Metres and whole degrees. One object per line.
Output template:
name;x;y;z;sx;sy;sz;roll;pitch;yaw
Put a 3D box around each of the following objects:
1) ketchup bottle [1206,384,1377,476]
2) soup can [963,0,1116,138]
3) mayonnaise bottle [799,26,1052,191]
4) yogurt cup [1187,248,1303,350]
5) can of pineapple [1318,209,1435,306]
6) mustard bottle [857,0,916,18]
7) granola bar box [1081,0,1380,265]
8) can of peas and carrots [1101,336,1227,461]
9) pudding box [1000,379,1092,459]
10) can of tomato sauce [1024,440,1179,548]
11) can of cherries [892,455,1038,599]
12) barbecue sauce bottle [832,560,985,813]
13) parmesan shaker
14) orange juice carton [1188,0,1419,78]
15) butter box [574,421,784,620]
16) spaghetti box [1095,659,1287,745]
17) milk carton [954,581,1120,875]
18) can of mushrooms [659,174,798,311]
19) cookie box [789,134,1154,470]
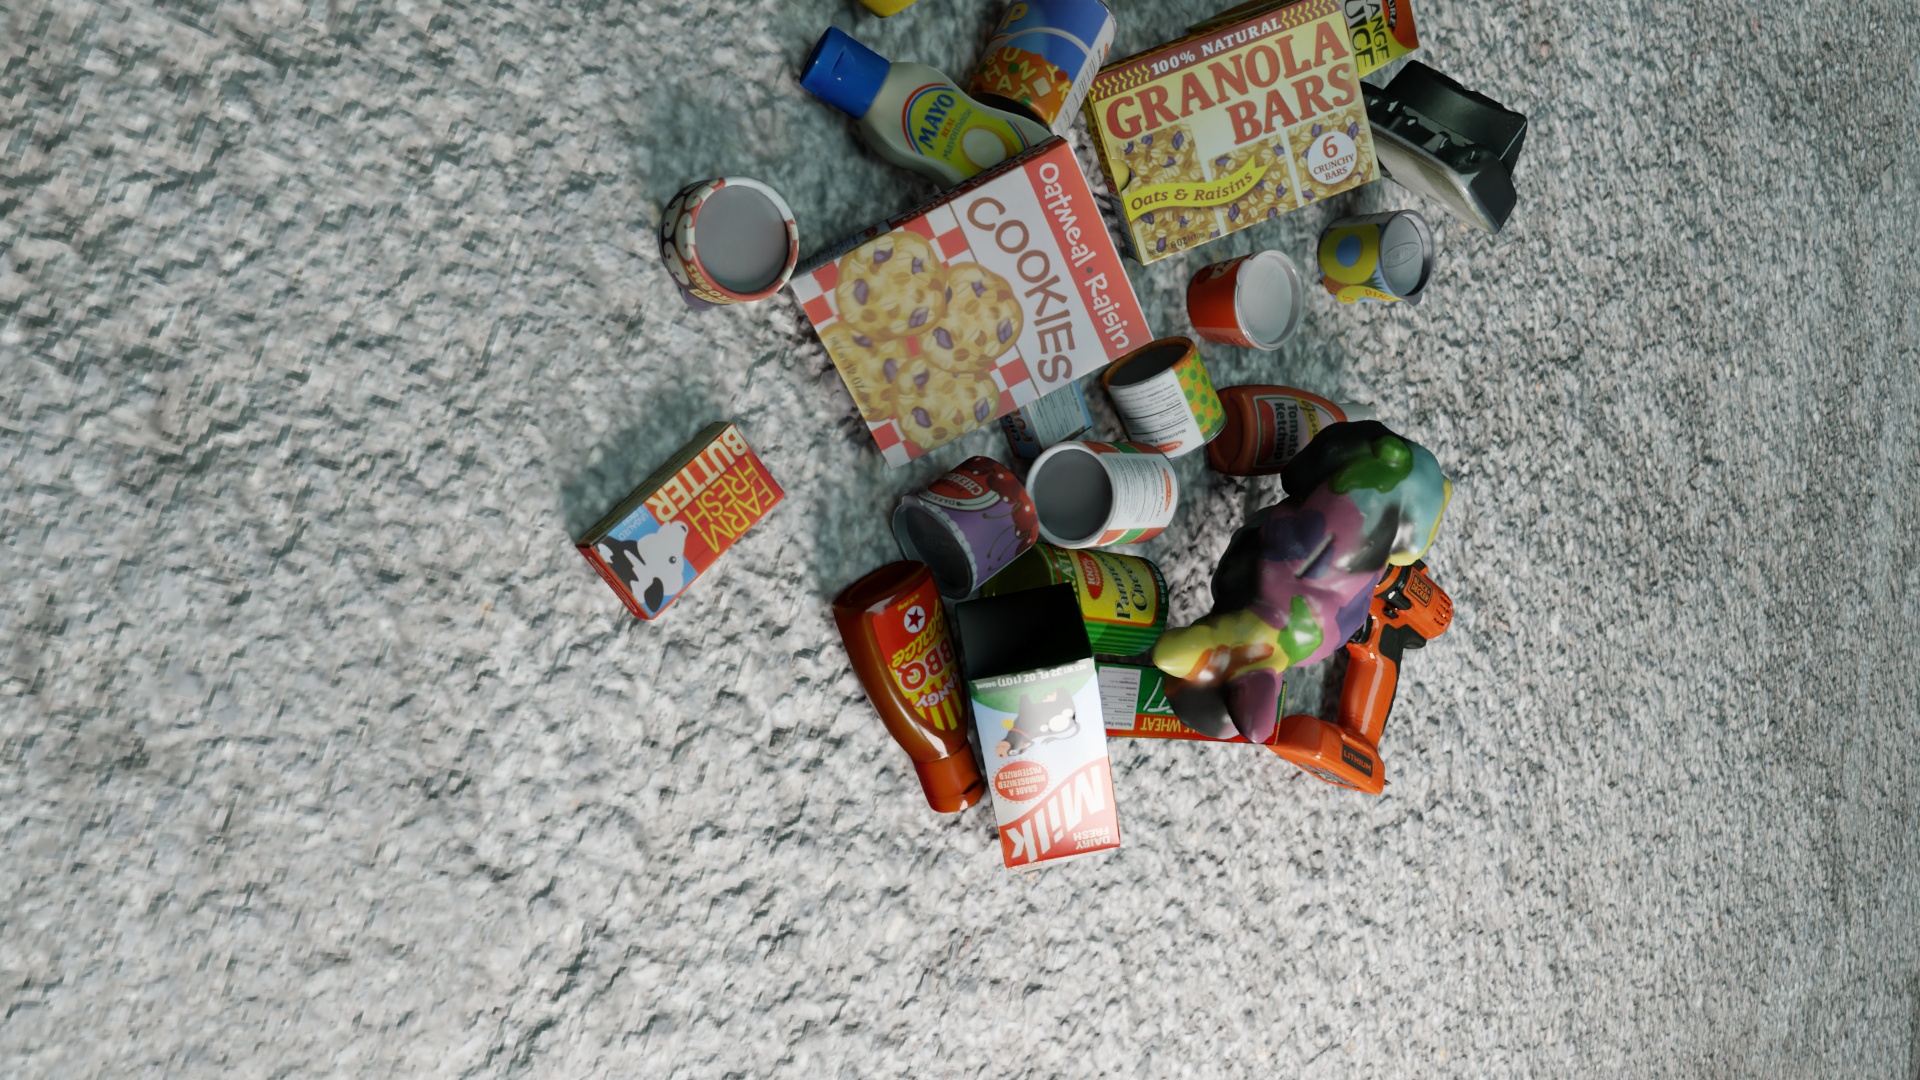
ketchup bottle;0.242;-0.081;1.006;0.149;0.043;0.064;-5;97;-37
soup can;0.043;-0.280;0.822;0.071;0.071;0.084;35;74;-34
mayonnaise bottle;-0.017;-0.231;0.774;0.148;0.041;0.065;27;90;-20
yogurt cup;0.194;-0.164;0.954;0.072;0.054;0.072;-4;97;-37
can of pineapple;0.310;-0.209;1.035;0.071;0.058;0.071;-4;97;-37
mustard bottle;-0.068;-0.357;0.732;0.049;0.065;0.160;-46;116;-20
granola bar box;0.171;-0.263;0.883;0.165;0.039;0.123;-20;110;1
can of peas and carrots;0.133;-0.094;0.908;0.071;0.071;0.058;-41;117;-27
pudding box;0.046;-0.098;0.862;0.050;0.030;0.083;-34;113;-29
can of tomato sauce;0.086;-0.029;0.863;0.083;0.071;0.071;-4;98;-56
can of cherries;0.003;-0.010;0.814;0.058;0.071;0.071;-36;115;-29
barbecue sauce bottle;-0.024;0.089;0.818;0.065;0.043;0.148;-34;114;-37
parmesan shaker;0.073;0.034;0.875;0.103;0.071;0.071;8;90;-38
orange juice carton;0.254;-0.357;0.969;0.193;0.073;0.071;-33;114;-31
butter box;-0.145;-0.012;0.728;0.104;0.024;0.053;-46;119;-25
spaghetti box;0.130;0.110;0.947;0.250;0.028;0.050;9;89;-37
milk carton;0.049;0.126;0.822;0.072;0.074;0.189;-12;123;0
can of mushrooms;-0.121;-0.155;0.728;0.071;0.033;0.071;-4;97;-38
cookie box;0.007;-0.132;0.773;0.167;0.040;0.122;-26;113;3
